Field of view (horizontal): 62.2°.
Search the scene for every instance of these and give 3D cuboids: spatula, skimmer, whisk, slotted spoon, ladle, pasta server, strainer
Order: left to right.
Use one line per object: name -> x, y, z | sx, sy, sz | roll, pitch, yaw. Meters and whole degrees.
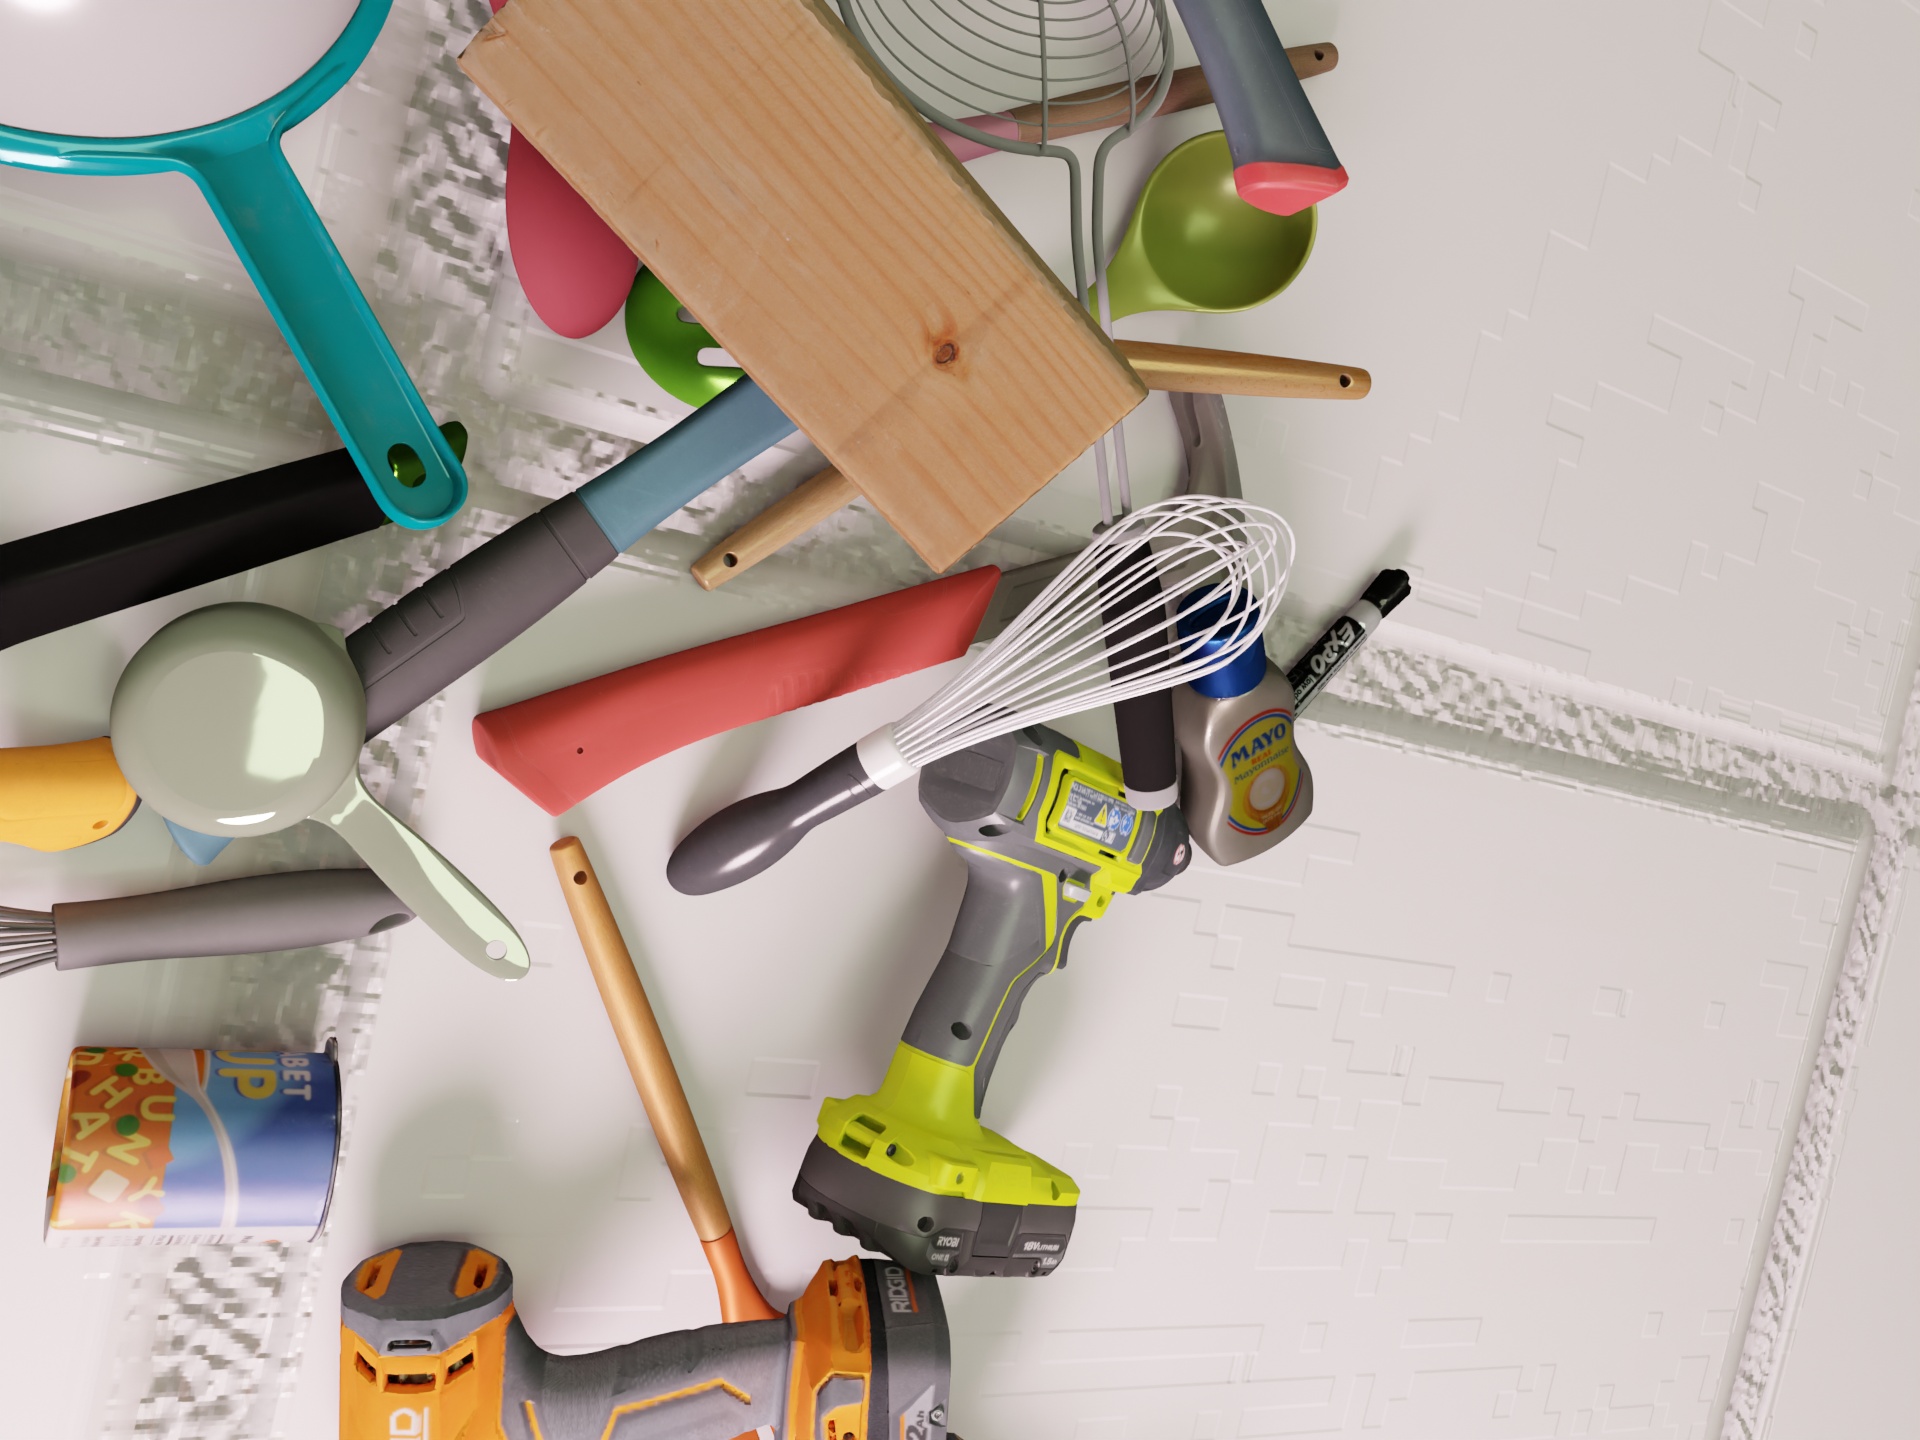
whisk -> -0.298, 0.069, 0.528 | 0.239, 0.055, 0.055 | -3, 100, -34
strainer -> -0.227, -0.215, 0.454 | 0.211, 0.095, 0.340 | -32, 101, -27
ladle -> -0.167, -0.288, 0.537 | 0.069, 0.031, 0.315 | -45, 124, -57
spatula -> -0.106, 0.196, 0.662 | 0.081, 0.041, 0.322 | -25, 109, -23
whisk -> -0.002, -0.002, 0.606 | 0.284, 0.070, 0.070 | -30, 118, 17
ladle -> 0.022, -0.148, 0.669 | 0.320, 0.062, 0.078 | -37, 103, -17
slotted spoon -> 0.025, -0.150, 0.641 | 0.313, 0.031, 0.070 | 1, 98, -17
skimmer -> 0.039, -0.138, 0.619 | 0.127, 0.090, 0.363 | -22, 117, -24
pasta server -> 0.047, -0.258, 0.673 | 0.316, 0.040, 0.060 | -23, 100, -26

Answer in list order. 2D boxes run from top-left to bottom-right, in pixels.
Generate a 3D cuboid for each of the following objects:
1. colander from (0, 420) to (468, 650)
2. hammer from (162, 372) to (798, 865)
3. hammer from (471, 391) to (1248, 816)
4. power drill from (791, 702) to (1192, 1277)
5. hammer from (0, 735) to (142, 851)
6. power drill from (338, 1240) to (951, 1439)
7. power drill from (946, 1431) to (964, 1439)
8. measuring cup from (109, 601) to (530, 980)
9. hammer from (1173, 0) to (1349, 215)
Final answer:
colander -> -0.336, -0.051, 0.457 | 0.397, 0.204, 0.094 | -29, 77, -39
hammer -> -0.143, -0.064, 0.570 | 0.331, 0.033, 0.128 | -37, 108, -9
hammer -> -0.026, -0.046, 0.669 | 0.359, 0.037, 0.149 | -18, 107, -27
power drill -> 0.026, 0.120, 0.695 | 0.171, 0.080, 0.223 | 25, 83, -49
hammer -> -0.342, 0.024, 0.381 | 0.127, 0.336, 0.034 | -39, 78, 19
power drill -> -0.124, 0.289, 0.618 | 0.226, 0.084, 0.164 | 3, 98, -9
power drill -> -0.012, 0.455, 0.726 | 0.185, 0.084, 0.226 | -42, 121, -16
measuring cup -> -0.204, 0.033, 0.527 | 0.083, 0.038, 0.167 | -44, 106, -6
hammer -> 0.064, -0.386, 0.625 | 0.143, 0.038, 0.386 | -36, 104, -21
